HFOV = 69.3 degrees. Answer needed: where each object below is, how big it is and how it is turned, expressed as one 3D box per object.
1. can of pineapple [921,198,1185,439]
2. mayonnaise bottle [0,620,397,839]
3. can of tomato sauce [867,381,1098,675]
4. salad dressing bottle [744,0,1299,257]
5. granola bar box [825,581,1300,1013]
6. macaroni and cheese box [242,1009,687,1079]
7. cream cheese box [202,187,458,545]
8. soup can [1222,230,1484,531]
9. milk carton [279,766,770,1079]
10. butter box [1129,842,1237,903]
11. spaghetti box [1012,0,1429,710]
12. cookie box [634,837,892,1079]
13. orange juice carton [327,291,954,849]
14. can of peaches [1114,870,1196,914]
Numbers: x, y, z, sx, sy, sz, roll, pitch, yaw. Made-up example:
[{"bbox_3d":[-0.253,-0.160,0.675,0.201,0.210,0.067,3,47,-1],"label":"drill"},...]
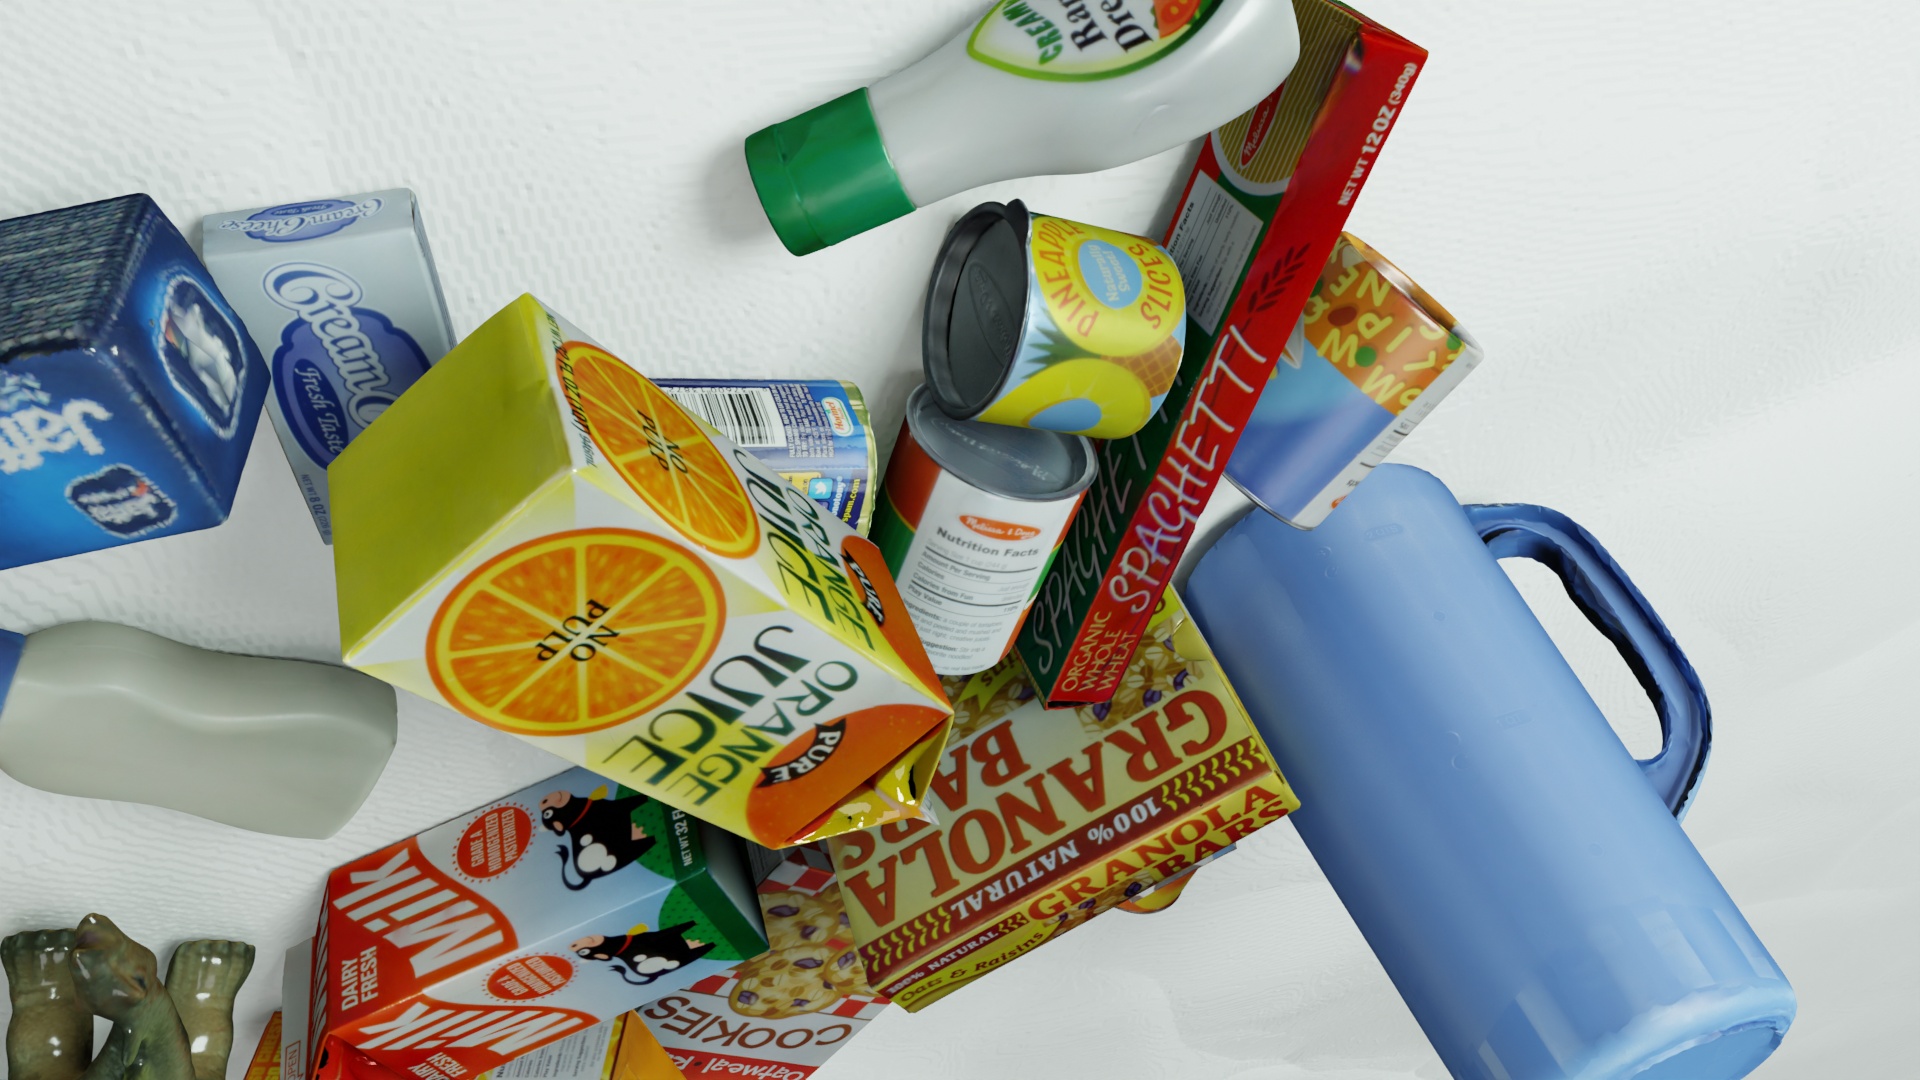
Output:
[{"bbox_3d":[0.029,-0.067,0.429,0.058,0.071,0.070,5,130,-28],"label":"can of pineapple"},{"bbox_3d":[-0.264,0.056,0.445,0.148,0.041,0.064,22,119,-36],"label":"mayonnaise bottle"},{"bbox_3d":[0.002,-0.006,0.481,0.071,0.071,0.082,2,131,-25],"label":"can of tomato sauce"},{"bbox_3d":[0.015,-0.121,0.379,0.147,0.064,0.044,-21,147,9],"label":"salad dressing bottle"},{"bbox_3d":[0.026,0.086,0.536,0.165,0.125,0.039,-30,137,7],"label":"granola bar box"},{"bbox_3d":[-0.209,0.252,0.620,0.166,0.040,0.123,-4,135,10],"label":"macaroni and cheese box"},{"bbox_3d":[-0.169,-0.047,0.396,0.053,0.024,0.103,-13,136,-13],"label":"cream cheese box"},{"bbox_3d":[0.126,-0.057,0.484,0.071,0.071,0.083,21,120,-37],"label":"soup can"},{"bbox_3d":[-0.181,0.156,0.553,0.191,0.072,0.073,-22,137,-1],"label":"milk carton"},{"bbox_3d":[0.069,0.095,0.591,0.053,0.103,0.024,-31,180,8],"label":"butter box"},{"bbox_3d":[0.072,-0.052,0.457,0.029,0.050,0.248,5,124,-26],"label":"spaghetti box"},{"bbox_3d":[-0.086,0.197,0.658,0.123,0.040,0.167,24,119,-37],"label":"cookie box"},{"bbox_3d":[-0.070,0.024,0.388,0.073,0.072,0.192,-39,137,12],"label":"orange juice carton"},{"bbox_3d":[0.084,0.129,0.645,0.071,0.071,0.057,5,129,-27],"label":"can of peaches"}]
